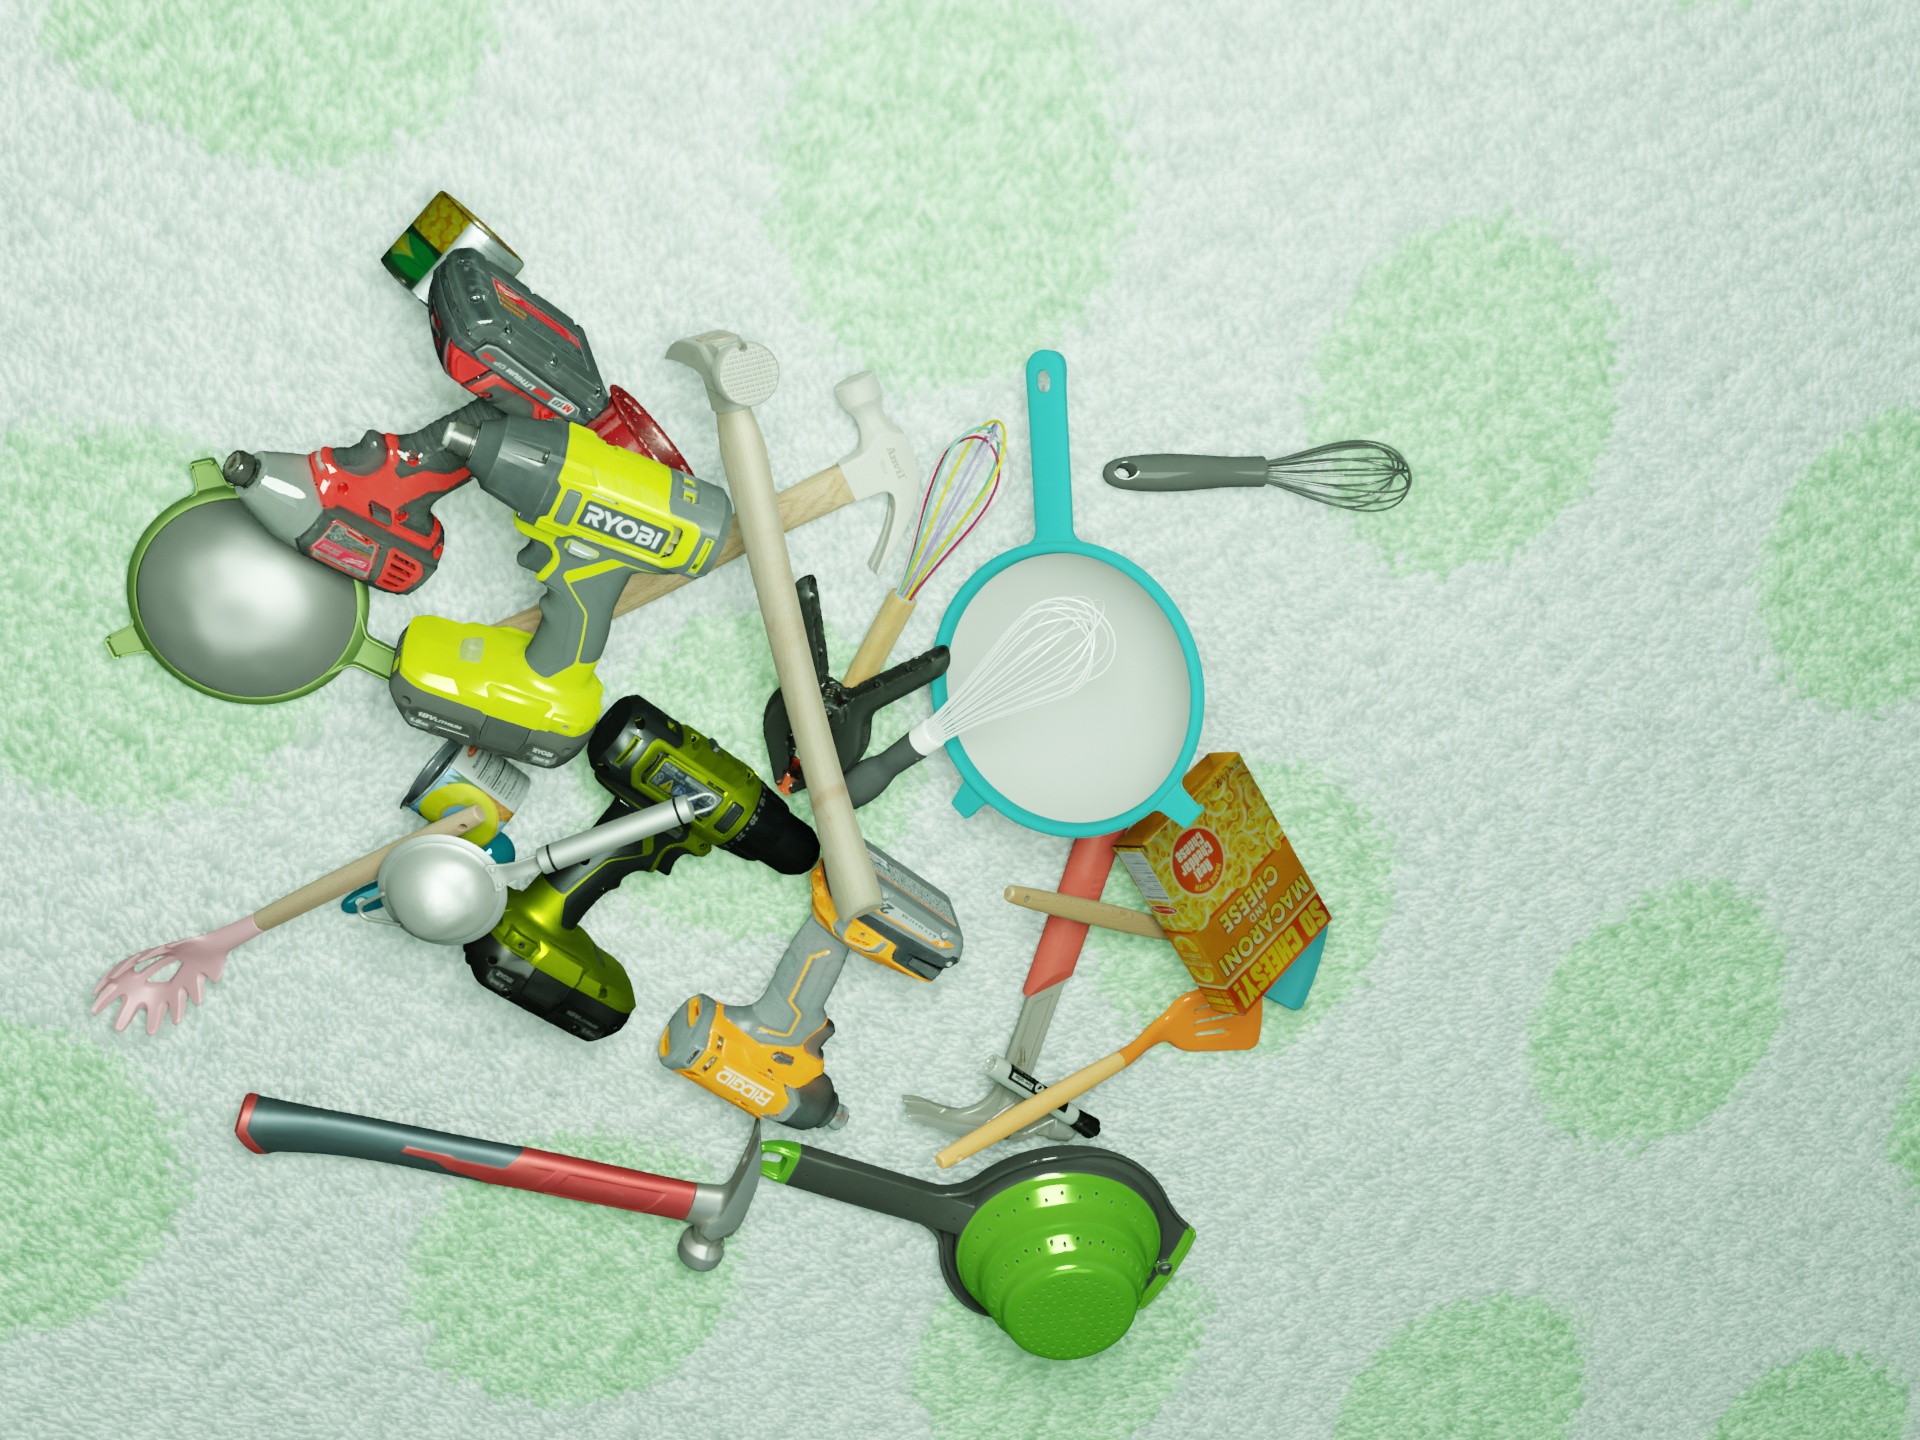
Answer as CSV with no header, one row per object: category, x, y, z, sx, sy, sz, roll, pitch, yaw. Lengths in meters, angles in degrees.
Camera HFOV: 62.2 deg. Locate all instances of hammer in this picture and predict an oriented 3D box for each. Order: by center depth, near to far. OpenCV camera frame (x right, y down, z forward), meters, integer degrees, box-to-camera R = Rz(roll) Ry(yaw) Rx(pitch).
hammer,-0.117,-0.054,1.062,0.038,0.146,0.410,-19,113,-18
hammer,-0.181,-0.114,1.107,0.331,0.031,0.130,-26,113,-3
hammer,-0.346,0.328,1.217,0.386,0.038,0.143,17,114,-17
hammer,0.072,0.176,1.271,0.149,0.037,0.359,13,107,-17

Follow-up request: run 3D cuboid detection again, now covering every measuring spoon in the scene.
measuring spoon,-0.384,0.116,1.146,0.128,0.021,0.042,-21,113,-7
measuring spoon,0.112,-0.034,1.214,0.124,0.018,0.034,-23,113,-4

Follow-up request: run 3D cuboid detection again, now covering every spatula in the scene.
spatula,0.164,0.165,1.259,0.317,0.044,0.082,16,92,-35
spatula,0.117,0.288,1.285,0.322,0.041,0.081,-21,120,-31

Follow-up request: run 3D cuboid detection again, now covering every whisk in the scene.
whisk,-0.002,-0.003,1.121,0.070,0.070,0.284,38,128,-23
whisk,-0.030,-0.104,1.124,0.051,0.047,0.245,-7,133,-55
whisk,0.221,-0.180,1.174,0.239,0.055,0.055,-1,110,-8

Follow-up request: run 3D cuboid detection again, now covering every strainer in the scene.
strainer,-0.423,-0.050,1.052,0.256,0.069,0.151,28,101,-19
strainer,-0.286,0.096,1.070,0.258,0.050,0.086,-20,114,-2
strainer,0.086,-0.091,1.141,0.211,0.095,0.340,0,98,30

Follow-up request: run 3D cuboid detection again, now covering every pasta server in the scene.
pasta server,-0.461,0.133,1.094,0.316,0.040,0.060,-25,128,11

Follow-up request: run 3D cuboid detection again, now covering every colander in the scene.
colander,0.013,0.434,1.307,0.397,0.095,0.204,21,114,-16

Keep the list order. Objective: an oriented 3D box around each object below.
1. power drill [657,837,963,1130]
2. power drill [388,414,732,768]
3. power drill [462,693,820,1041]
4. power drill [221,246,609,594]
power drill,-0.101,0.215,1.222,0.164,0.084,0.226,37,102,-23
power drill,-0.267,-0.084,1.000,0.171,0.080,0.223,20,125,-25
power drill,-0.230,0.116,1.155,0.190,0.080,0.228,38,95,-30
power drill,-0.338,-0.177,0.983,0.219,0.079,0.143,-38,143,17
